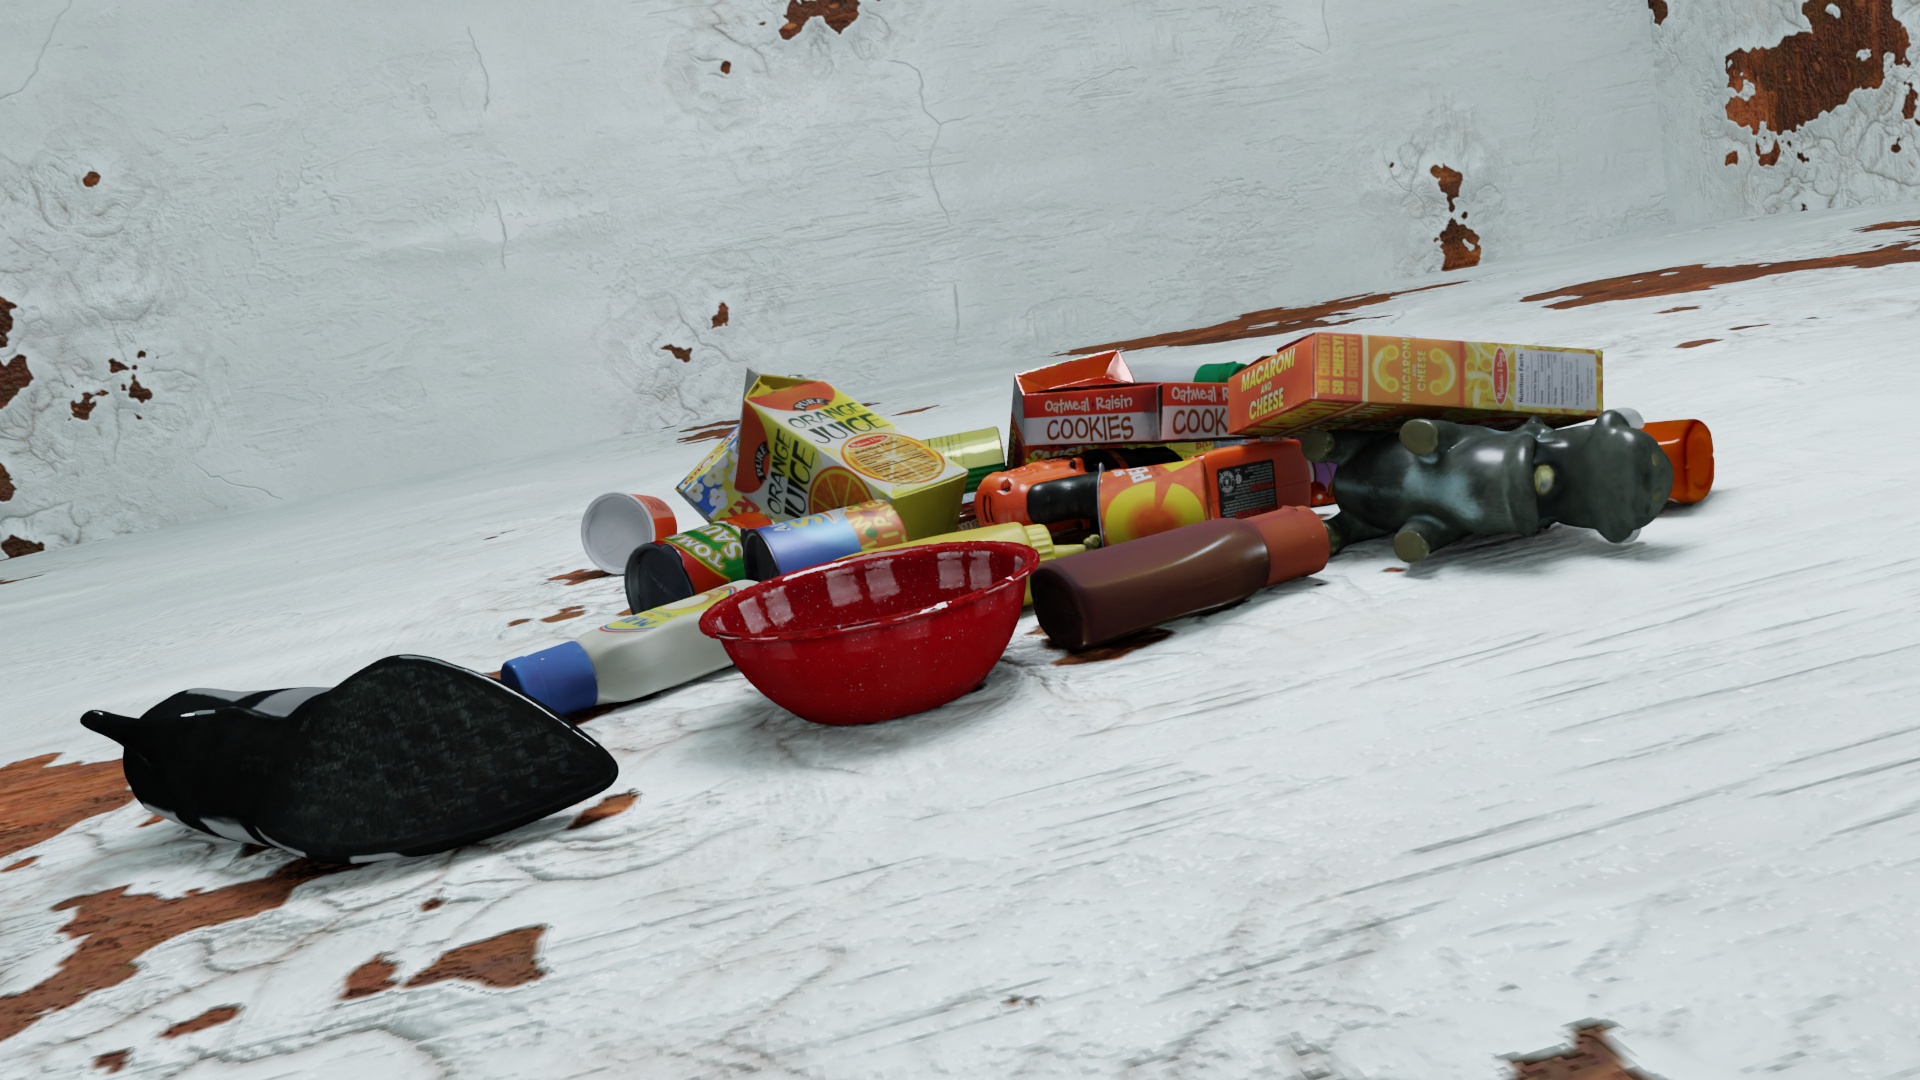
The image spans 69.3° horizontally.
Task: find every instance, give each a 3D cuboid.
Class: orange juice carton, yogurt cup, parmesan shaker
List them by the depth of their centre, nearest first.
[{"bbox_3d":[-0.090,-0.050,0.946,0.193,0.071,0.073,33,36,33],"label":"orange juice carton"},{"bbox_3d":[-0.015,-0.047,1.092,0.103,0.071,0.071,-10,10,1],"label":"parmesan shaker"},{"bbox_3d":[-0.271,-0.008,1.149,0.072,0.072,0.054,-7,3,18],"label":"yogurt cup"}]

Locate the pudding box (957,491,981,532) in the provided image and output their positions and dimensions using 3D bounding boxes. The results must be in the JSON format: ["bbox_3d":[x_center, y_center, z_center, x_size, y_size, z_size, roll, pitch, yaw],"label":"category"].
[{"bbox_3d":[0.004,-0.012,0.981,0.050,0.030,0.084,-12,11,-11],"label":"pudding box"}]

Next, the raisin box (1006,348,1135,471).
[{"bbox_3d":[0.084,-0.086,1.075,0.086,0.040,0.122,-15,-31,-12],"label":"raisin box"}]

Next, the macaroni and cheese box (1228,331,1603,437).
[{"bbox_3d":[0.252,-0.083,0.788,0.167,0.040,0.123,3,-5,-10],"label":"macaroni and cheese box"}]

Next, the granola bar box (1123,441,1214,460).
[{"bbox_3d":[0.157,-0.086,1.192,0.125,0.039,0.165,-19,13,-39],"label":"granola bar box"}]

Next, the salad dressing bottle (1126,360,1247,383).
[{"bbox_3d":[0.179,-0.128,1.165,0.064,0.044,0.147,-16,13,-37],"label":"salad dressing bottle"}]

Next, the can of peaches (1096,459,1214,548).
[{"bbox_3d":[0.109,-0.011,0.762,0.058,0.071,0.071,-7,11,14],"label":"can of peaches"}]

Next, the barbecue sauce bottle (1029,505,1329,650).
[{"bbox_3d":[0.113,0.015,0.693,0.149,0.043,0.065,-14,11,-20],"label":"barbecue sauce bottle"}]

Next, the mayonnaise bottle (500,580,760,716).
[{"bbox_3d":[-0.169,0.060,0.745,0.149,0.041,0.064,-18,14,-36],"label":"mayonnaise bottle"}]

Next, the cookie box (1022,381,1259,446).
[{"bbox_3d":[0.144,-0.088,0.962,0.168,0.040,0.123,-5,4,-42],"label":"cookie box"}]

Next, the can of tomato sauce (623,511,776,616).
[{"bbox_3d":[-0.152,0.021,0.852,0.071,0.071,0.083,-2,13,41],"label":"can of tomato sauce"}]

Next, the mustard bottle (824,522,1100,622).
[{"bbox_3d":[0.002,0.020,0.764,0.160,0.048,0.065,-12,9,-7],"label":"mustard bottle"}]

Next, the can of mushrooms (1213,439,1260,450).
[{"bbox_3d":[0.230,-0.076,1.078,0.071,0.033,0.071,-11,10,2],"label":"can of mushrooms"}]

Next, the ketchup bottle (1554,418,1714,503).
[{"bbox_3d":[0.327,-0.040,0.766,0.148,0.043,0.065,-2,8,41],"label":"ketchup bottle"}]

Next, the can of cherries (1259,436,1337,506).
[{"bbox_3d":[0.229,-0.056,0.912,0.071,0.058,0.071,-10,11,2],"label":"can of cherries"}]

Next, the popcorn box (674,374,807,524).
[{"bbox_3d":[-0.139,-0.053,1.049,0.127,0.085,0.038,-46,22,-10],"label":"popcorn box"}]

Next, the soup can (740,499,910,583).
[{"bbox_3d":[-0.078,0.014,0.817,0.084,0.071,0.071,-15,11,-25],"label":"soup can"}]
